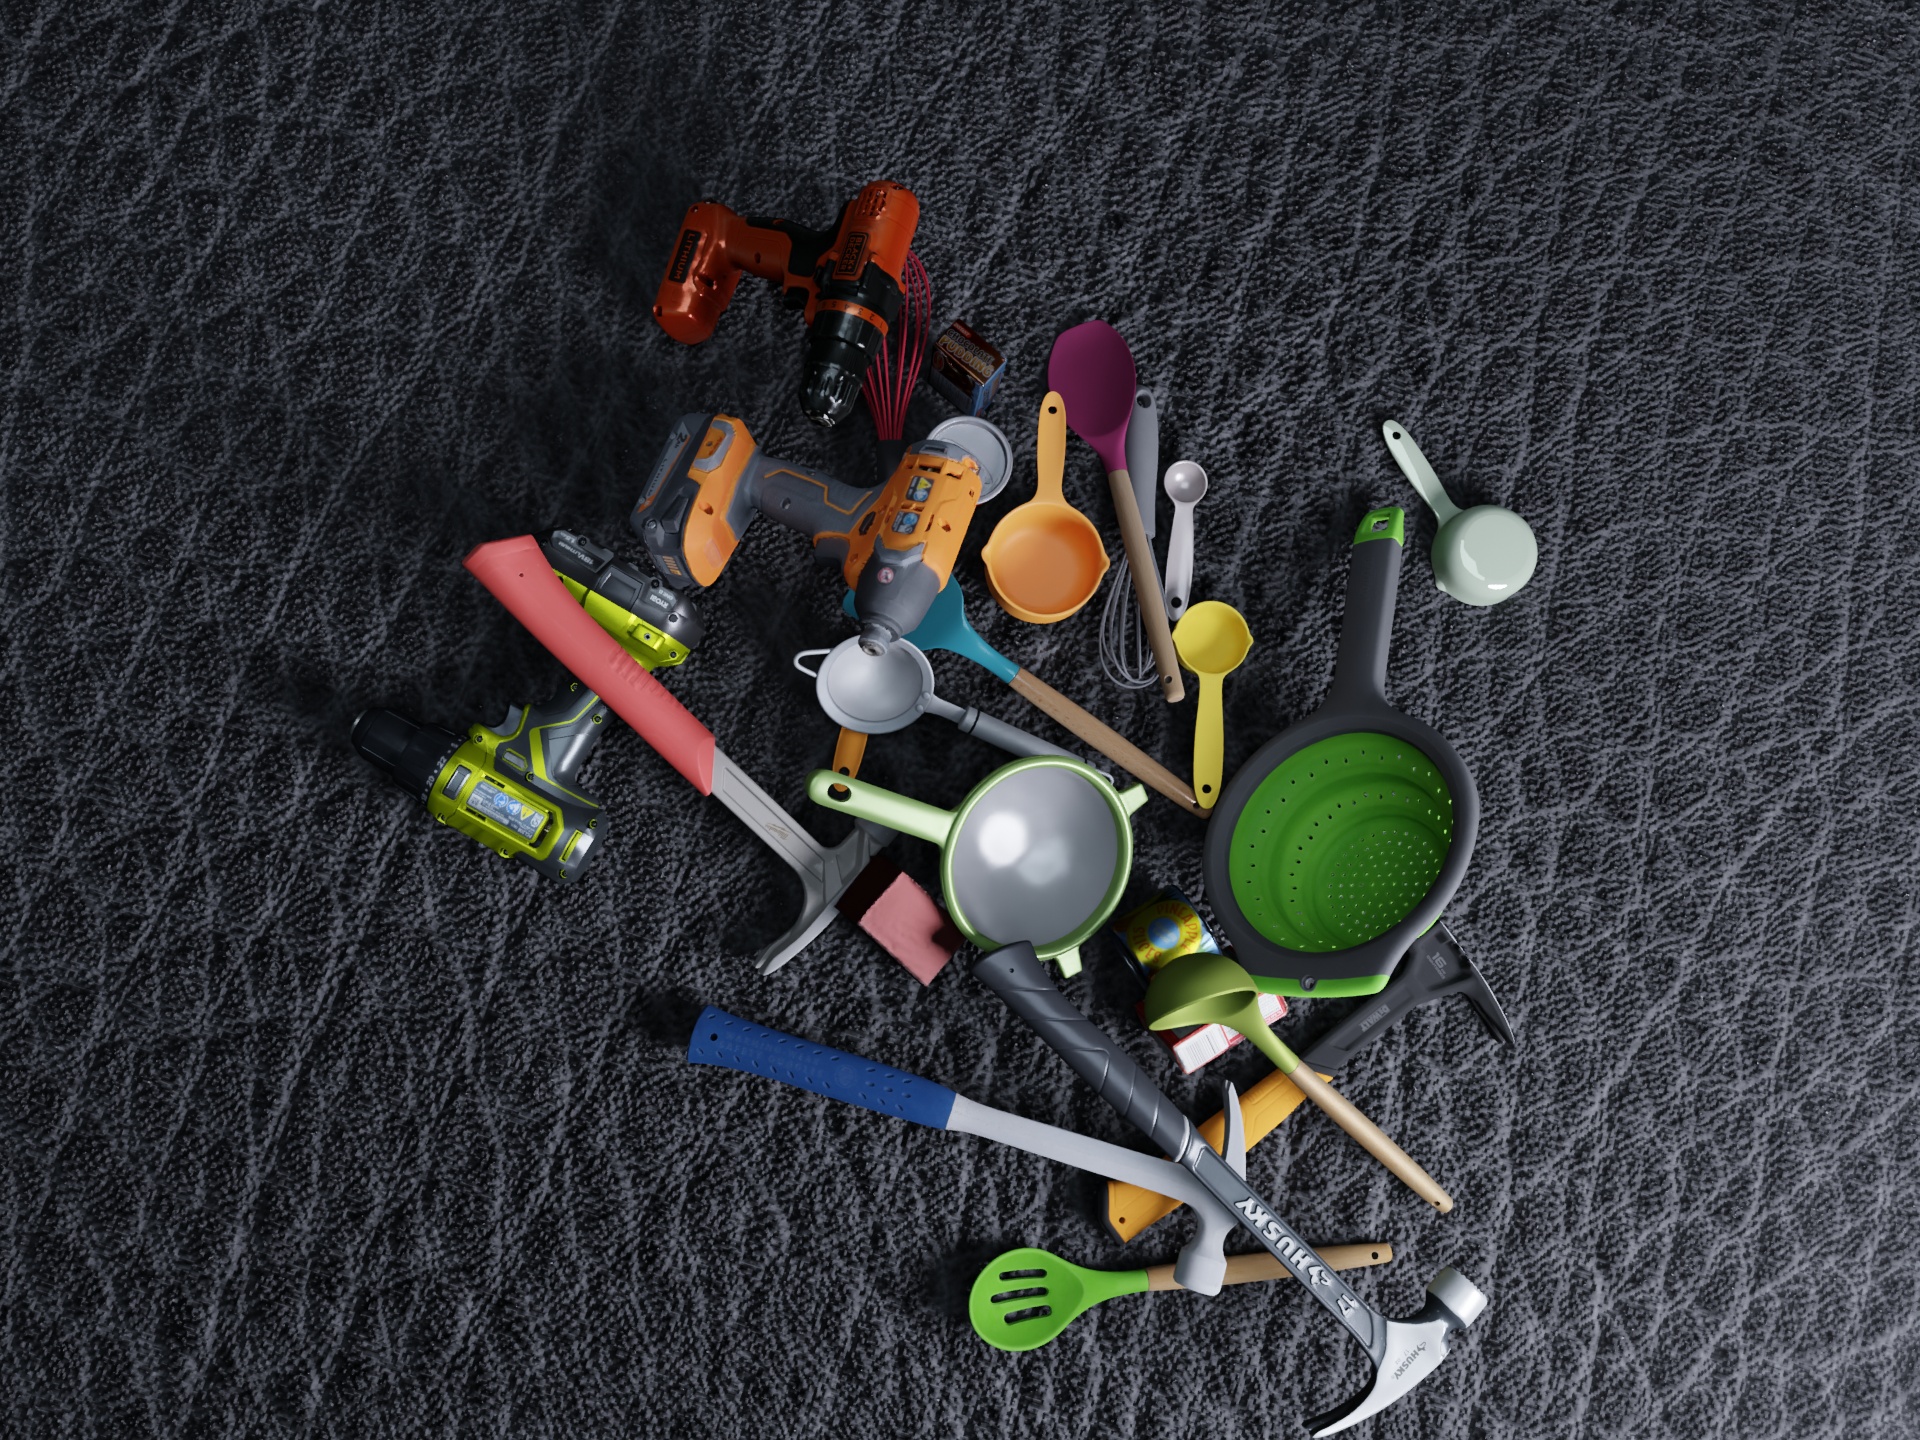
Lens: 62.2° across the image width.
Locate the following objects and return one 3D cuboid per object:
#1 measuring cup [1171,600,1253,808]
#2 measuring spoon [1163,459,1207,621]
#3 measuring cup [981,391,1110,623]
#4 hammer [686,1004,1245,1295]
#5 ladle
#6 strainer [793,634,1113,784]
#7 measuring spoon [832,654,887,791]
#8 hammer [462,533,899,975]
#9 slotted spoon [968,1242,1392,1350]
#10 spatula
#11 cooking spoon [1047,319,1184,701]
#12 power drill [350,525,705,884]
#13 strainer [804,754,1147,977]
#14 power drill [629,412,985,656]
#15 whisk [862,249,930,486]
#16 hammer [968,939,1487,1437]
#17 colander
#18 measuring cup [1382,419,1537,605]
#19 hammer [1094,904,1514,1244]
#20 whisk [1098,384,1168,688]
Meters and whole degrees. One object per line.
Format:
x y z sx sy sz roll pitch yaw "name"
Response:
0.186 -0.011 1.203 0.062 0.029 0.156 3 85 -3 "measuring cup"
0.168 -0.138 1.225 0.034 0.018 0.124 5 89 -8 "measuring spoon"
0.064 -0.158 1.200 0.095 0.052 0.174 4 81 -3 "measuring cup"
0.006 0.275 1.131 0.405 0.035 0.144 16 79 4 "hammer"
0.246 0.265 1.108 0.078 0.062 0.320 -33 115 34 "ladle"
-0.002 -0.004 1.176 0.258 0.050 0.086 24 119 -10 "strainer"
-0.077 -0.003 1.194 0.021 0.011 0.117 14 86 -7 "measuring spoon"
-0.207 0.014 1.107 0.149 0.037 0.358 -48 110 -10 "hammer"
0.160 0.403 1.150 0.313 0.031 0.070 -5 83 -6 "slotted spoon"
0.060 -0.023 1.181 0.317 0.044 0.082 35 99 -10 "spatula"
0.122 -0.161 1.184 0.069 0.017 0.319 -18 69 16 "cooking spoon"
-0.308 -0.021 1.147 0.190 0.080 0.228 30 85 -1 "power drill"
-0.001 0.077 1.131 0.256 0.069 0.151 20 91 -23 "strainer"
-0.112 -0.131 1.124 0.226 0.084 0.164 11 63 17 "power drill"
-0.053 -0.229 1.200 0.073 0.073 0.296 -2 88 -4 "whisk"
0.161 0.304 1.086 0.409 0.036 0.149 44 81 5 "hammer"
0.303 0.028 1.172 0.094 0.204 0.397 38 57 -42 "colander"
0.381 -0.166 1.227 0.083 0.038 0.167 -34 88 -7 "measuring cup"
0.243 0.277 1.167 0.337 0.034 0.127 -35 85 -7 "hammer"
0.133 -0.142 1.208 0.055 0.055 0.239 3 79 -3 "whisk"
